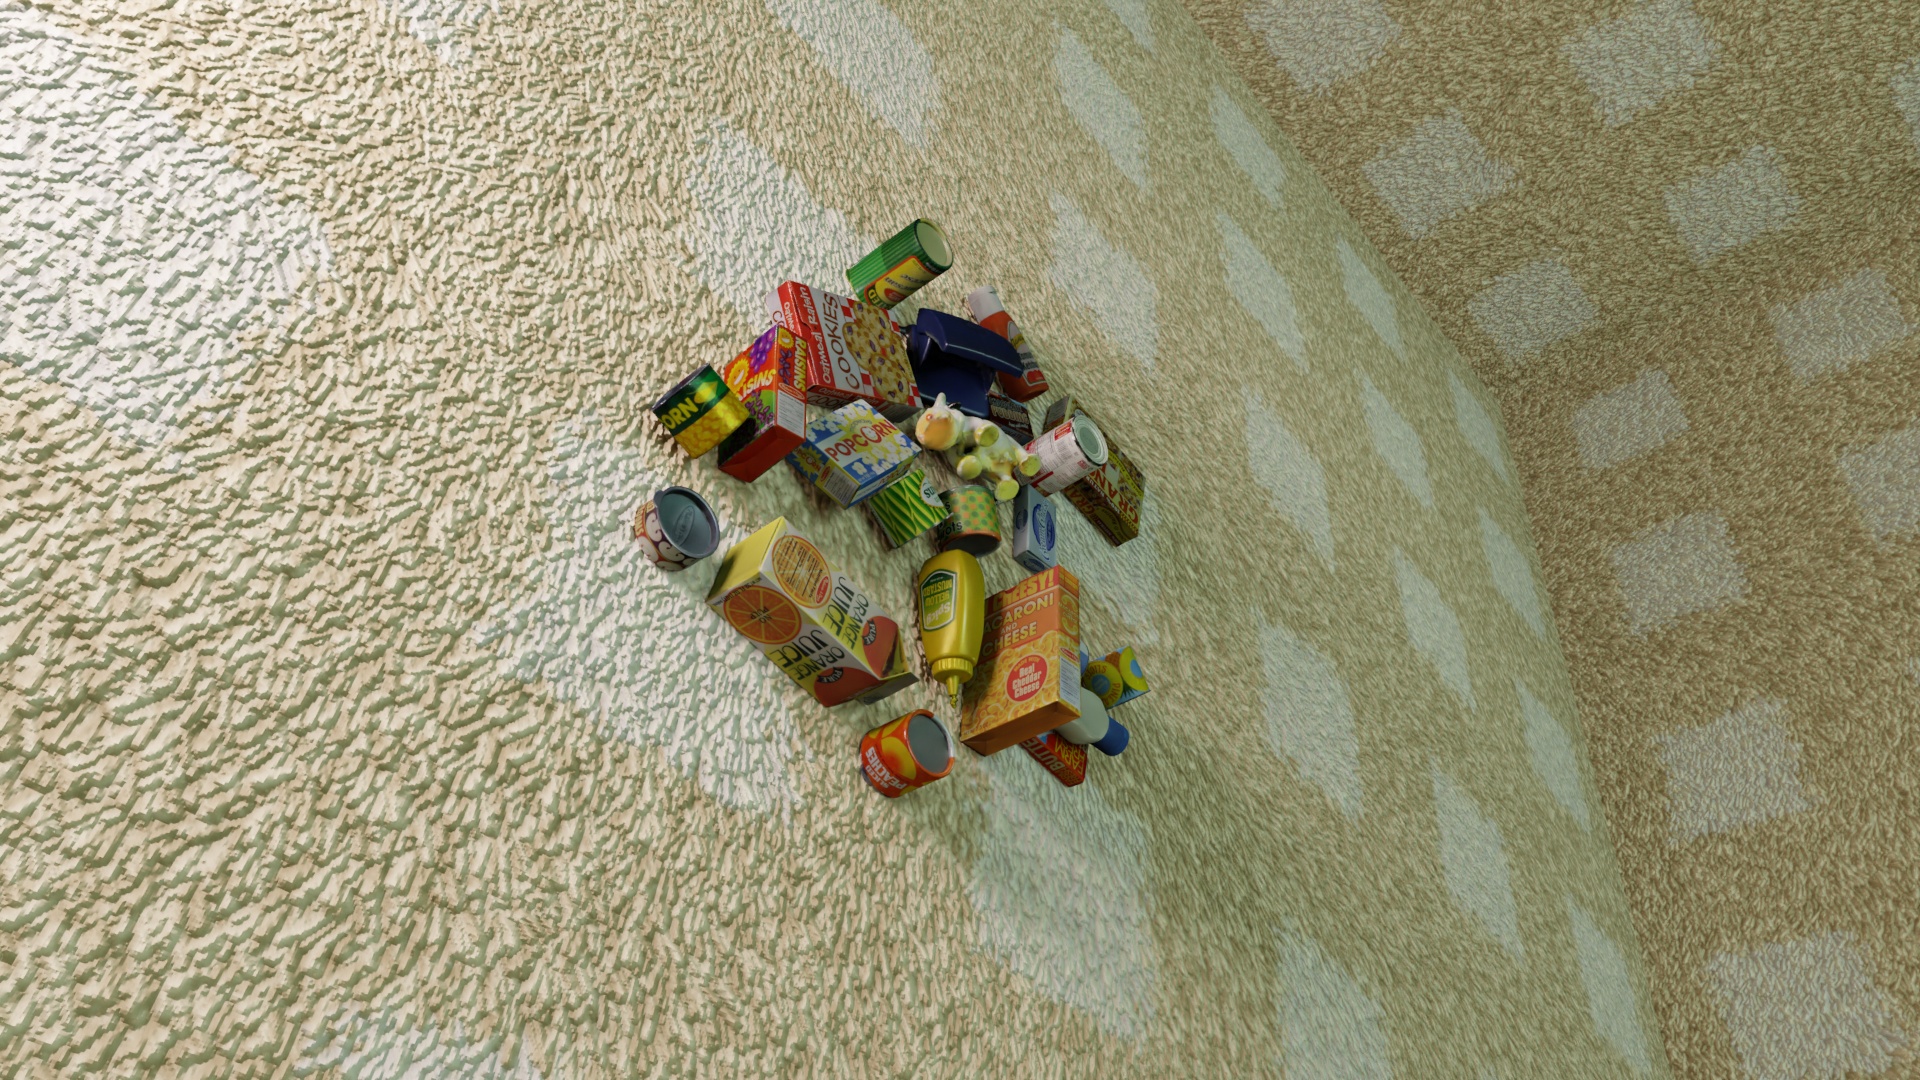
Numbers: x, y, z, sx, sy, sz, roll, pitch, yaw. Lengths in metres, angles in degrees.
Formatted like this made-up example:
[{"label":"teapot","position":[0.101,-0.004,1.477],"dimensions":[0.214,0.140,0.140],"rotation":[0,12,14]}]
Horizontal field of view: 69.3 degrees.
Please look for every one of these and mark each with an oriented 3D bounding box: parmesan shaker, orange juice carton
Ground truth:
[{"label":"parmesan shaker","position":[-0.068,-0.307,1.552],"dimensions":[0.071,0.102,0.071],"rotation":[33,42,-36]},{"label":"orange juice carton","position":[-0.122,0.076,1.217],"dimensions":[0.192,0.071,0.073],"rotation":[45,36,-23]}]

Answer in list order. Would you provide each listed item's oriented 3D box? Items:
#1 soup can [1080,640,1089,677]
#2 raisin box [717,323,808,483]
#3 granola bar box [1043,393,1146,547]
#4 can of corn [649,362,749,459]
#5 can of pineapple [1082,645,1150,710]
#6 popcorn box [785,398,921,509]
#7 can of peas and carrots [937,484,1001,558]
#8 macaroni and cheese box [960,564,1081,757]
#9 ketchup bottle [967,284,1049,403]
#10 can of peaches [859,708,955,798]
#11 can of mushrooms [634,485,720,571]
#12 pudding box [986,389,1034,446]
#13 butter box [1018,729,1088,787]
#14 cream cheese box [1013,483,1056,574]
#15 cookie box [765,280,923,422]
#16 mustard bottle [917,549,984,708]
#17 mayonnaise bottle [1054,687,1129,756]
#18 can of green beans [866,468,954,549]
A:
[{"label":"soup can","position":[0.084,0.118,1.477],"dimensions":[0.083,0.071,0.072],"rotation":[38,39,-31]},{"label":"raisin box","position":[-0.182,-0.127,1.276],"dimensions":[0.040,0.086,0.124],"rotation":[27,46,-35]},{"label":"granola bar box","position":[0.168,-0.089,1.770],"dimensions":[0.165,0.039,0.125],"rotation":[45,35,-24]},{"label":"can of corn","position":[-0.229,-0.112,1.219],"dimensions":[0.058,0.071,0.071],"rotation":[51,34,-16]},{"label":"can of pineapple","position":[0.172,0.157,1.564],"dimensions":[0.071,0.071,0.058],"rotation":[-11,75,-56]},{"label":"popcorn box","position":[-0.106,-0.087,1.369],"dimensions":[0.085,0.038,0.127],"rotation":[40,32,9]},{"label":"can of peas and carrots","position":[0.005,-0.018,1.470],"dimensions":[0.071,0.070,0.059],"rotation":[20,51,-46]},{"label":"macaroni and cheese box","position":[0.061,0.118,1.388],"dimensions":[0.040,0.123,0.167],"rotation":[38,39,-34]},{"label":"ketchup bottle","position":[0.055,-0.244,1.729],"dimensions":[0.065,0.043,0.149],"rotation":[-18,80,-57]},{"label":"can of peaches","position":[-0.048,0.191,1.244],"dimensions":[0.071,0.058,0.071],"rotation":[34,41,-36]},{"label":"can of mushrooms","position":[-0.238,-0.011,1.160],"dimensions":[0.071,0.033,0.071],"rotation":[33,43,-37]},{"label":"pudding box","position":[0.048,-0.146,1.656],"dimensions":[0.083,0.030,0.050],"rotation":[20,49,-46]},{"label":"butter box","position":[0.093,0.209,1.456],"dimensions":[0.103,0.024,0.053],"rotation":[44,36,-25]},{"label":"cream cheese box","position":[0.087,-0.011,1.613],"dimensions":[0.053,0.024,0.104],"rotation":[36,40,-33]},{"label":"cookie box","position":[-0.120,-0.196,1.455],"dimensions":[0.167,0.040,0.123],"rotation":[7,61,-52]},{"label":"mustard bottle","position":[-0.008,0.089,1.373],"dimensions":[0.049,0.065,0.161],"rotation":[31,47,-44]},{"label":"mayonnaise bottle","position":[0.119,0.180,1.451],"dimensions":[0.148,0.041,0.065],"rotation":[37,46,-34]},{"label":"can of green beans","position":[-0.053,-0.032,1.399],"dimensions":[0.058,0.071,0.071],"rotation":[59,33,-3]}]
